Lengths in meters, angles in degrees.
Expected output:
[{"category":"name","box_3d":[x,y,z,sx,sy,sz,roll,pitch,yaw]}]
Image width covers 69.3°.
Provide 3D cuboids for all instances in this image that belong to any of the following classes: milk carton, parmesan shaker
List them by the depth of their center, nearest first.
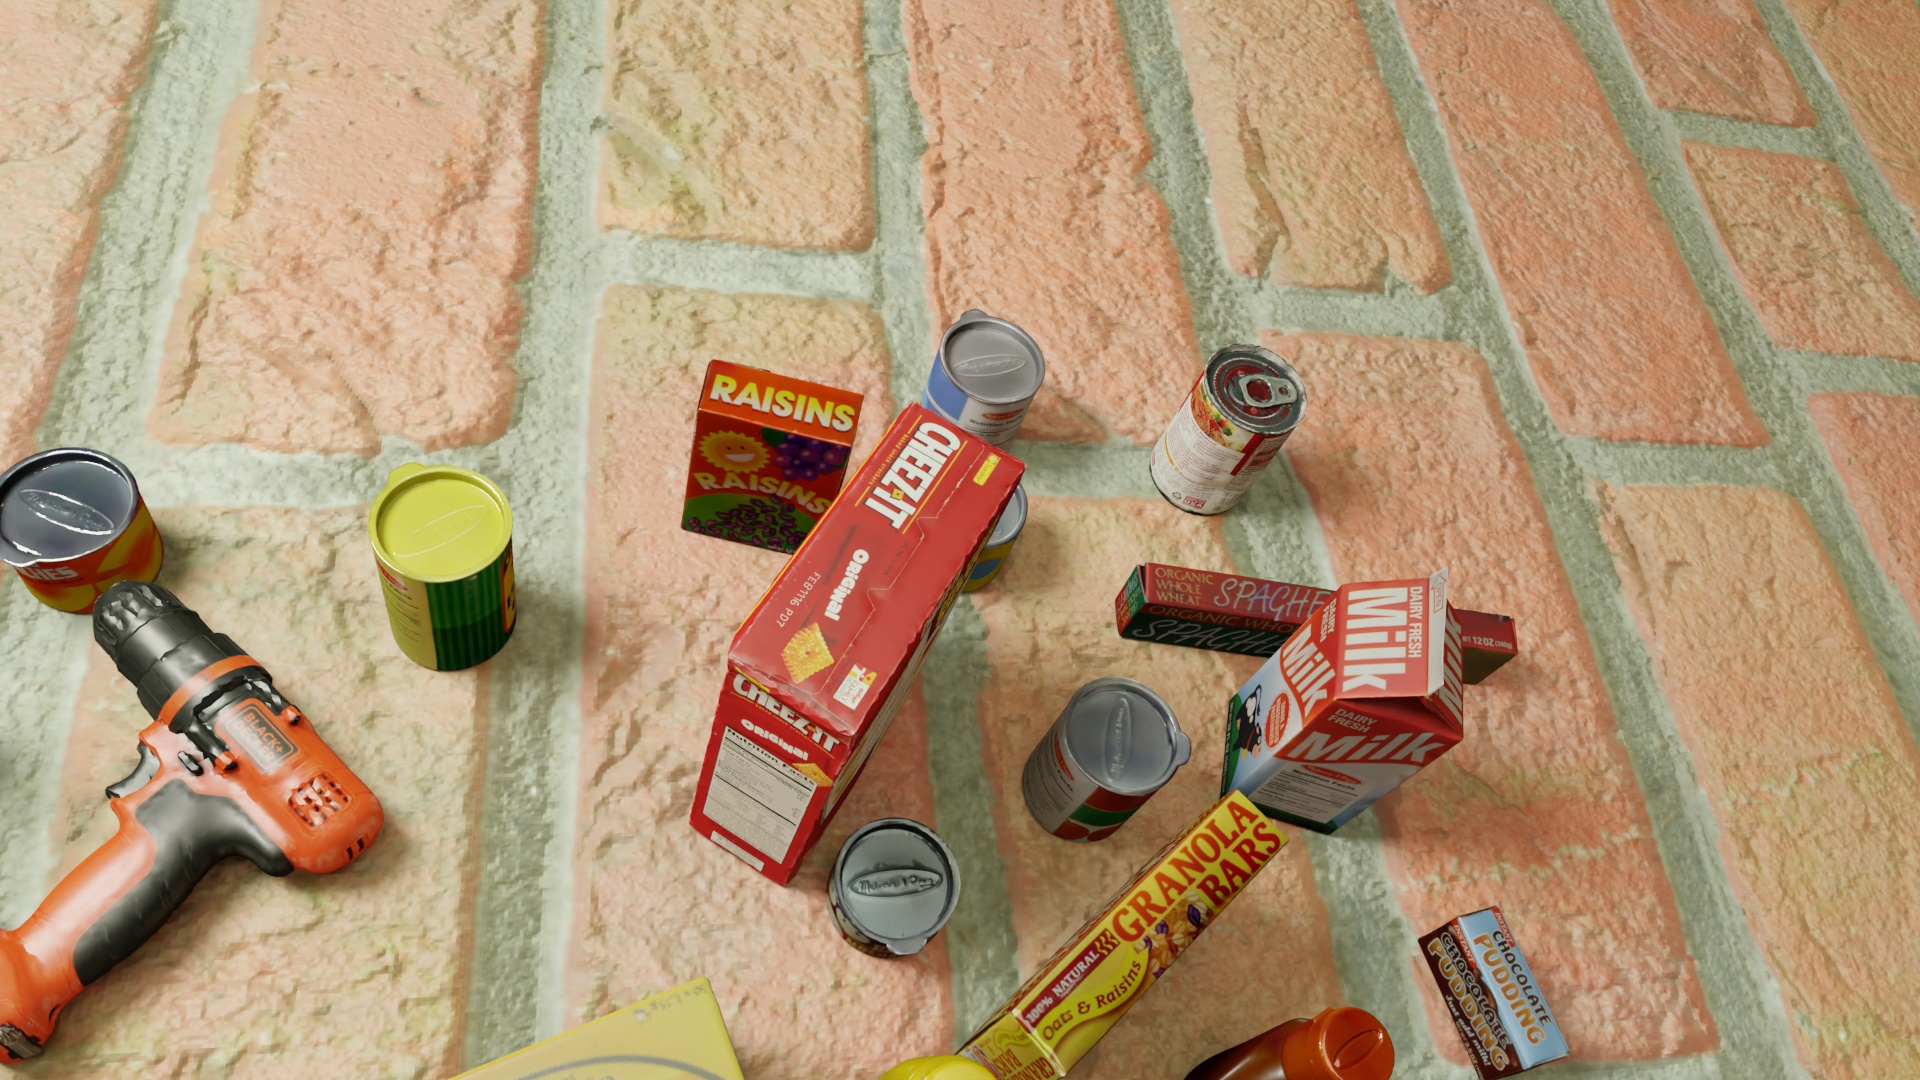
[{"category":"parmesan shaker","box_3d":[-0.265,0.014,0.716,0.071,0.102,0.071,7,58,-12]},{"category":"milk carton","box_3d":[0.213,0.088,0.755,0.073,0.189,0.073,18,57,-5]}]

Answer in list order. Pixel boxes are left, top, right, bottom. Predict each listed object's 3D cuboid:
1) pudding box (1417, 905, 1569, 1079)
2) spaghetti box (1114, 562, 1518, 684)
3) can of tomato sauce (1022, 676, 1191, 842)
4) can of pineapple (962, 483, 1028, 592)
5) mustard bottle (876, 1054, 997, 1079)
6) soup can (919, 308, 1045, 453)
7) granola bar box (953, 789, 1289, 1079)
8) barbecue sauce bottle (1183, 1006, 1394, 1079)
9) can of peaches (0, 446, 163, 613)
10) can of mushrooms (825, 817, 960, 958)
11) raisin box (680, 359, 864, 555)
[{"category":"pudding box","box_3d":[0.292,0.250,0.764,0.030,0.049,0.084,-9,63,-20]},{"category":"spaghetti box","box_3d":[0.221,0.053,0.863,0.250,0.050,0.029,8,58,-11]},{"category":"can of tomato sauce","box_3d":[0.078,0.122,0.761,0.071,0.082,0.071,7,58,-12]},{"category":"can of pineapple","box_3d":[0.003,-0.010,0.834,0.071,0.057,0.071,7,58,-12]},{"category":"mustard bottle","box_3d":[-0.010,0.258,0.607,0.049,0.159,0.065,10,58,-10]},{"category":"soup can","box_3d":[0.009,-0.091,0.870,0.071,0.083,0.071,7,58,-12]},{"category":"granola bar box","box_3d":[0.075,0.204,0.686,0.166,0.123,0.039,-36,75,-30]},{"category":"barbecue sauce bottle","box_3d":[0.154,0.256,0.662,0.065,0.147,0.044,-22,68,-26]},{"category":"can of peaches","box_3d":[-0.447,-0.003,0.702,0.071,0.057,0.071,7,58,-12]},{"category":"can of mushrooms","box_3d":[-0.035,0.183,0.721,0.071,0.033,0.071,7,58,-12]},{"category":"raisin box","box_3d":[-0.108,-0.044,0.784,0.086,0.122,0.040,14,57,-8]}]
